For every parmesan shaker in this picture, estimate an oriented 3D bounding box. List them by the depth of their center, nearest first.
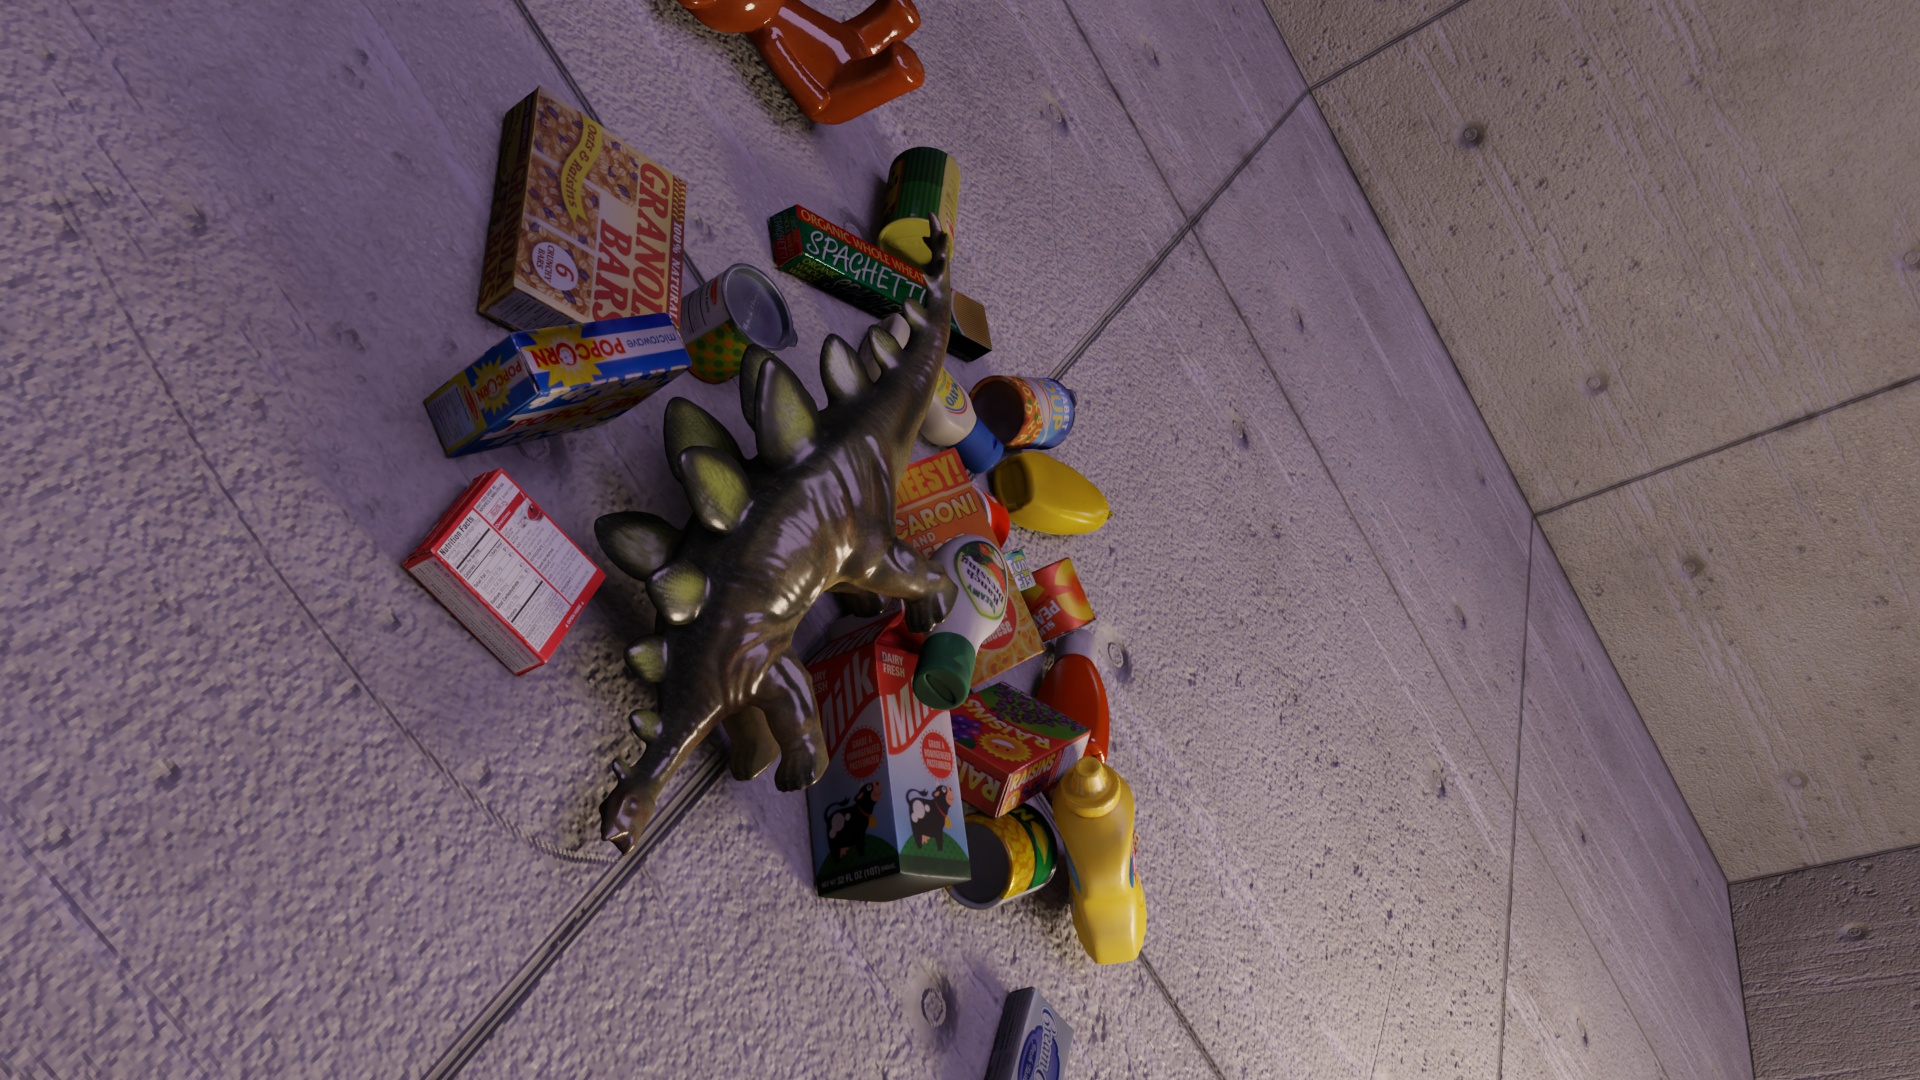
[{"bbox_3d":[-0.036,-0.288,1.226,0.071,0.071,0.103,39,40,-35],"label":"parmesan shaker"}]

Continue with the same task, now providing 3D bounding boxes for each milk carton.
[{"bbox_3d":[-0.053,0.133,0.911,0.073,0.072,0.191,22,52,-49],"label":"milk carton"}]

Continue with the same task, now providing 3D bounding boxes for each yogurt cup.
[{"bbox_3d":[0.004,-0.014,1.102,0.054,0.072,0.072,8,63,-63],"label":"yogurt cup"}]

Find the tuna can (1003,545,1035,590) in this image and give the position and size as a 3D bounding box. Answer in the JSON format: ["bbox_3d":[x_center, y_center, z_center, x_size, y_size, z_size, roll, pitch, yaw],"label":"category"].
[{"bbox_3d":[0.026,0.031,1.095,0.071,0.071,0.033,-16,84,-58],"label":"tuna can"}]

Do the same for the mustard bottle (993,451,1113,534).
[{"bbox_3d":[0.092,-0.035,1.255,0.160,0.048,0.065,18,55,-50],"label":"mustard bottle"}]

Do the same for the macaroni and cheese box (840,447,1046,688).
[{"bbox_3d":[-0.026,0.030,1.013,0.124,0.040,0.166,-23,87,-35],"label":"macaroni and cheese box"}]

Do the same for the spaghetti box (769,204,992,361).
[{"bbox_3d":[-0.060,-0.212,1.171,0.250,0.028,0.050,18,54,-50],"label":"spaghetti box"}]

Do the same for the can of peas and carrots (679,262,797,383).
[{"bbox_3d":[-0.158,-0.148,0.960,0.071,0.058,0.071,34,44,-41],"label":"can of peas and carrots"}]

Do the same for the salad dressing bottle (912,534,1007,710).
[{"bbox_3d":[-0.002,0.053,0.930,0.064,0.044,0.148,47,29,-20],"label":"salad dressing bottle"}]

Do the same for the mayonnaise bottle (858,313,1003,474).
[{"bbox_3d":[-0.022,-0.117,1.151,0.148,0.041,0.065,46,35,-27],"label":"mayonnaise bottle"}]

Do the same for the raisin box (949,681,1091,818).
[{"bbox_3d":[0.027,0.149,1.007,0.086,0.040,0.124,27,20,26],"label":"raisin box"}]

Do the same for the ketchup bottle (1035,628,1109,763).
[{"bbox_3d":[0.091,0.129,1.136,0.149,0.064,0.043,-77,147,-55],"label":"ketchup bottle"}]

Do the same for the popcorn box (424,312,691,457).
[{"bbox_3d":[-0.227,-0.091,0.796,0.127,0.085,0.038,-25,89,-57],"label":"popcorn box"}]

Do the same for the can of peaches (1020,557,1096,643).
[{"bbox_3d":[0.070,0.052,1.149,0.071,0.071,0.058,-18,84,-58],"label":"can of peaches"}]

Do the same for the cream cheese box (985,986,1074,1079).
[{"bbox_3d":[0.045,0.363,0.945,0.053,0.024,0.104,52,35,-21],"label":"cream cheese box"}]

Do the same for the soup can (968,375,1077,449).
[{"bbox_3d":[0.055,-0.114,1.233,0.084,0.071,0.071,-6,75,-56],"label":"soup can"}]

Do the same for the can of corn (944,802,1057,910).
[{"bbox_3d":[0.025,0.218,0.973,0.058,0.071,0.071,-1,70,-55],"label":"can of corn"}]

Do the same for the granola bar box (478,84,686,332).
[{"bbox_3d":[-0.238,-0.191,0.891,0.124,0.039,0.166,28,47,-43],"label":"granola bar box"}]

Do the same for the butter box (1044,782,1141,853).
[{"bbox_3d":[0.107,0.223,1.129,0.103,0.024,0.053,58,32,-12],"label":"butter box"}]
